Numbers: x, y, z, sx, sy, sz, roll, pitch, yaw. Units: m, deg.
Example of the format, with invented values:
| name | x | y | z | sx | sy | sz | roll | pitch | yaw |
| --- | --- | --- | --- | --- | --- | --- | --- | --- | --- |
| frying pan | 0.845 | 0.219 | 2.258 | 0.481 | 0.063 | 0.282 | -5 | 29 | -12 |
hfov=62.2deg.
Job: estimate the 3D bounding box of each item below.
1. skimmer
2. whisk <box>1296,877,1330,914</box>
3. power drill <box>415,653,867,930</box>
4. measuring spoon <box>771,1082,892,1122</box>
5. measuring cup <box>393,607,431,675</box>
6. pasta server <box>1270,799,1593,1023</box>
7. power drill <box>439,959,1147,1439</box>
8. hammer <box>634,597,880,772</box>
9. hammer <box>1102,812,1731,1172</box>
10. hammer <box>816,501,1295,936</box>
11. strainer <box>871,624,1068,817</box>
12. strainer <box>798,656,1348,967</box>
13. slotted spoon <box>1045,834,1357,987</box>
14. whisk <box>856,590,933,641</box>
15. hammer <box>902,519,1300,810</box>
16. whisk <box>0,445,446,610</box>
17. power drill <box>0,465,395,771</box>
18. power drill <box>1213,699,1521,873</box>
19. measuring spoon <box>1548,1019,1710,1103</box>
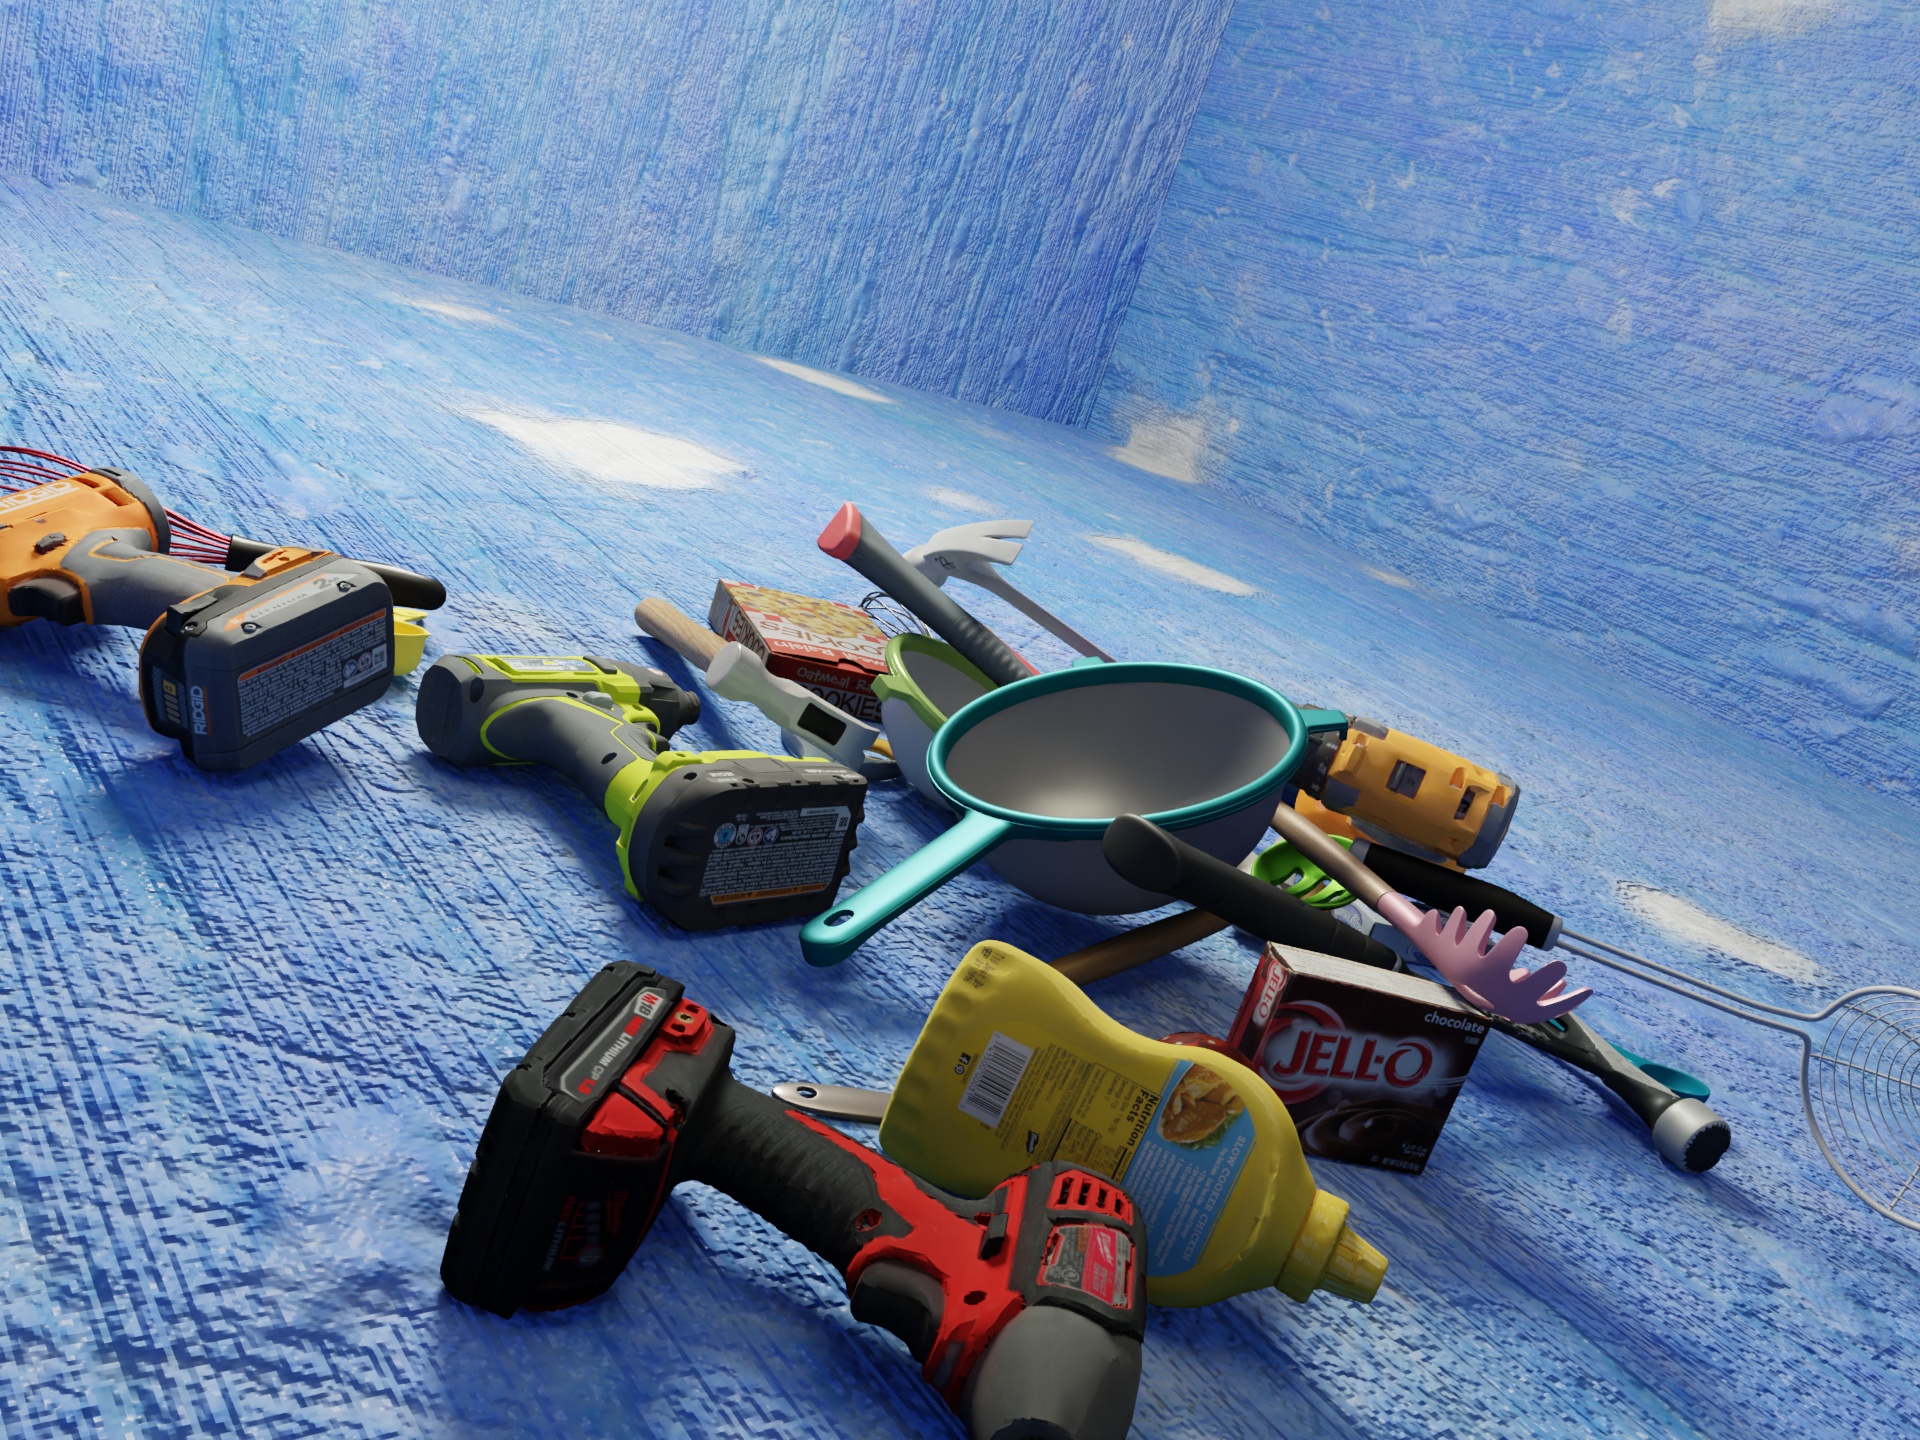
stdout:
| name | x | y | z | sx | sy | sz | roll | pitch | yaw |
| --- | --- | --- | --- | --- | --- | --- | --- | --- | --- |
| skimmer | 0.377 | 0.154 | 0.863 | 0.363 | 0.127 | 0.090 | 22 | 34 | 18 |
| whisk | 0.217 | 0.139 | 0.970 | 0.047 | 0.051 | 0.245 | 41 | 14 | 2 |
| power drill | -0.161 | 0.024 | 0.852 | 0.223 | 0.080 | 0.171 | 28 | 19 | 38 |
| measuring spoon | -0.019 | 0.159 | 0.673 | 0.124 | 0.018 | 0.034 | 11 | 19 | -22 |
| measuring cup | -0.351 | -0.051 | 0.980 | 0.062 | 0.029 | 0.156 | 11 | 6 | -10 |
| pasta server | 0.221 | 0.082 | 0.851 | 0.060 | 0.040 | 0.316 | 40 | 3 | -23 |
| power drill | -0.044 | 0.171 | 0.519 | 0.219 | 0.078 | 0.143 | 22 | 17 | 2 |
| hammer | -0.150 | -0.036 | 1.033 | 0.130 | 0.031 | 0.331 | 33 | -2 | -30 |
| hammer | 0.236 | 0.134 | 0.841 | 0.408 | 0.036 | 0.149 | 26 | 11 | -28 |
| hammer | 0.065 | -0.011 | 1.058 | 0.386 | 0.038 | 0.143 | 40 | 18 | 3 |
| strainer | -0.002 | -0.003 | 1.086 | 0.151 | 0.069 | 0.256 | 36 | 17 | -11 |
| strainer | 0.048 | 0.073 | 0.861 | 0.211 | 0.095 | 0.340 | 15 | 34 | 41 |
| slotted spoon | 0.128 | 0.114 | 0.888 | 0.313 | 0.031 | 0.070 | -12 | 28 | -42 |
| whisk | -0.012 | -0.039 | 1.263 | 0.055 | 0.055 | 0.239 | 2 | 28 | -45 |
| hammer | 0.145 | -0.014 | 1.129 | 0.405 | 0.035 | 0.144 | 34 | -20 | -18 |
| whisk | -0.458 | -0.105 | 0.949 | 0.295 | 0.073 | 0.073 | 12 | 18 | -27 |
| power drill | -0.421 | -0.054 | 0.795 | 0.226 | 0.084 | 0.164 | 20 | 31 | 18 |
| power drill | 0.256 | 0.045 | 1.030 | 0.185 | 0.084 | 0.226 | 24 | -5 | 17 |
| measuring spoon | 0.395 | 0.210 | 0.978 | 0.042 | 0.021 | 0.129 | 4 | 13 | -39 |
